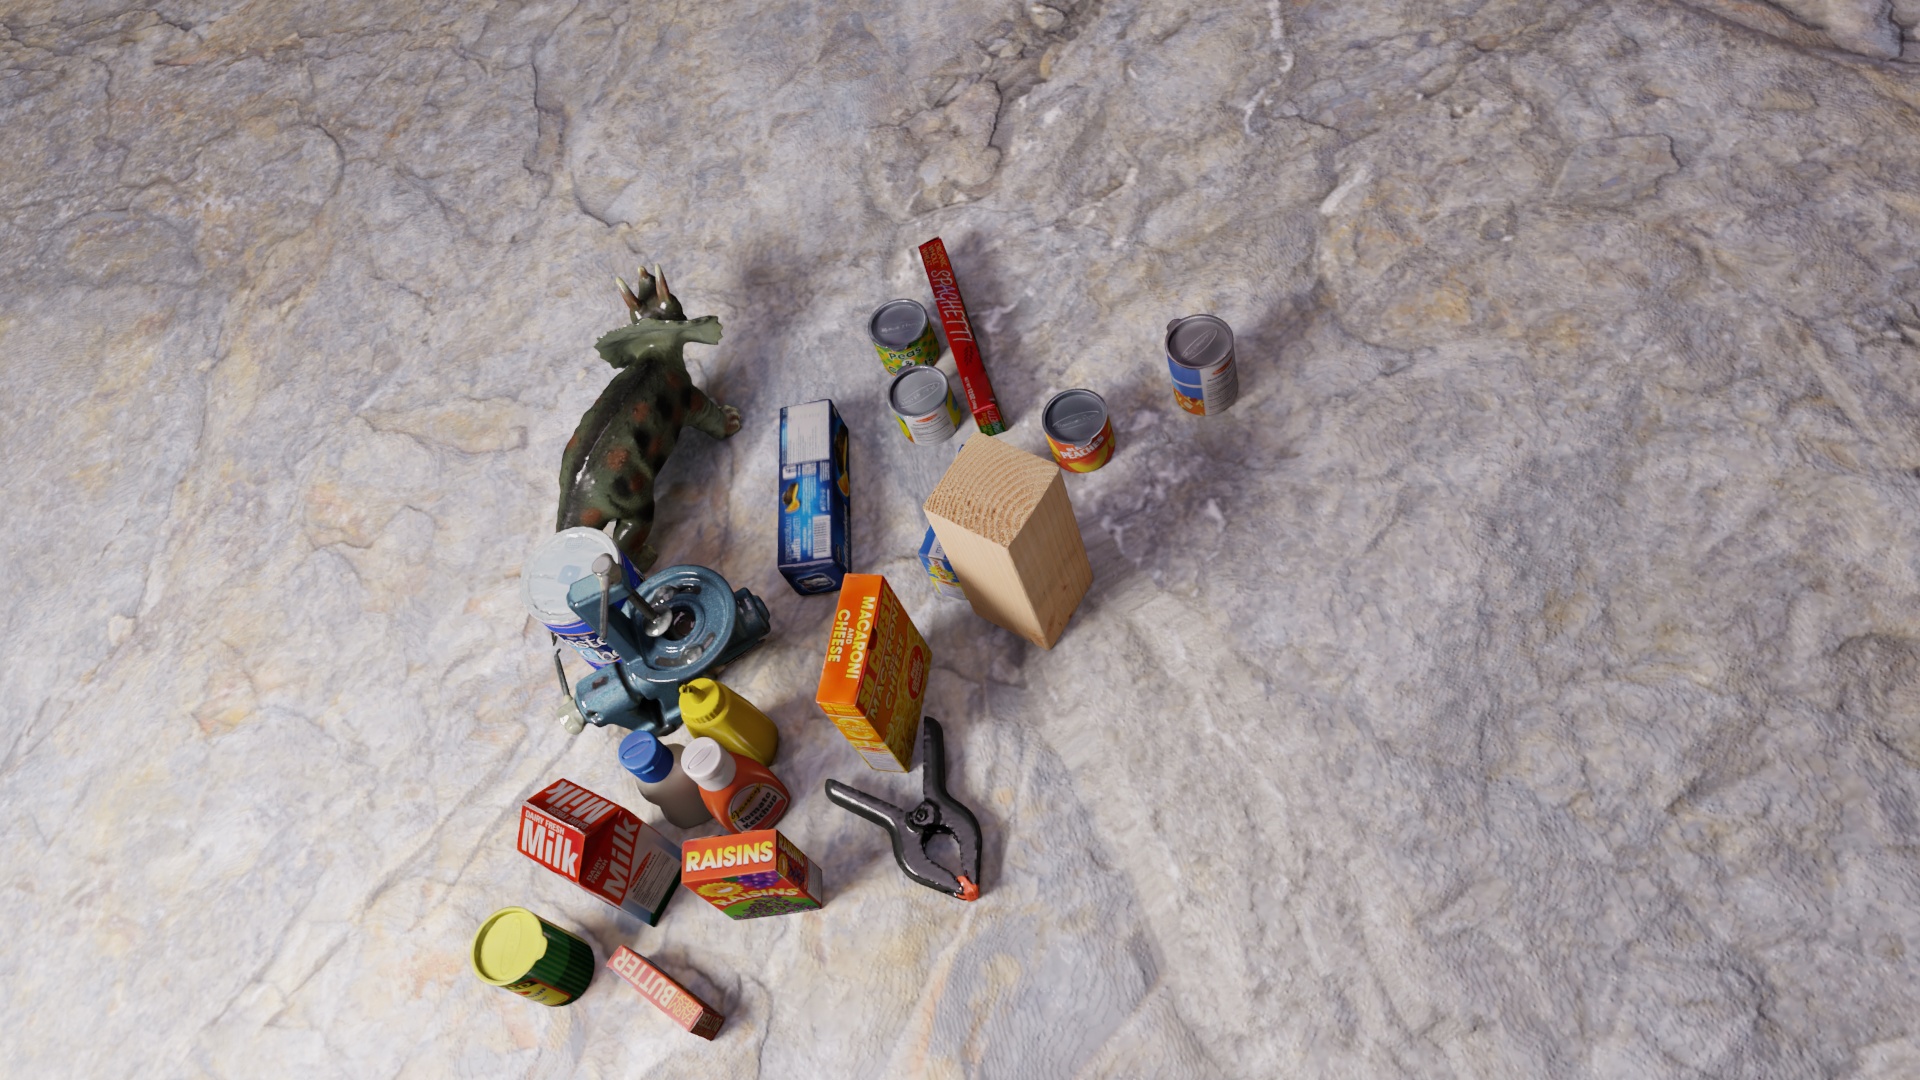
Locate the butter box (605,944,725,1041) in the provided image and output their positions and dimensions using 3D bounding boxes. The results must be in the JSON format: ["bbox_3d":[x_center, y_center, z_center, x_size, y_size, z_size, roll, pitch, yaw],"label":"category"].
[{"bbox_3d":[-0.255,0.392,1.202,0.103,0.053,0.024,27,71,27],"label":"butter box"}]

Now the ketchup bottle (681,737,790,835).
[{"bbox_3d":[-0.203,0.217,1.233,0.065,0.148,0.043,-45,60,-12],"label":"ketchup bottle"}]

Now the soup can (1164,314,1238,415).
[{"bbox_3d":[0.239,-0.175,1.380,0.071,0.083,0.071,-7,60,11],"label":"soup can"}]

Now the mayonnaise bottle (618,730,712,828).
[{"bbox_3d":[-0.260,0.213,1.251,0.065,0.147,0.041,-30,58,-3],"label":"mayonnaise bottle"}]

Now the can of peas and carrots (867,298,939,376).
[{"bbox_3d":[-0.060,-0.215,1.497,0.071,0.058,0.071,-7,60,11],"label":"can of peas and carrots"}]

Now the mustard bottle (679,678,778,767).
[{"bbox_3d":[-0.217,0.161,1.262,0.065,0.159,0.049,4,62,17],"label":"mustard bottle"}]

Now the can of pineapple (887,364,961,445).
[{"bbox_3d":[-0.038,-0.142,1.449,0.071,0.057,0.071,-7,60,11],"label":"can of pineapple"}]

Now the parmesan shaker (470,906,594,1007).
[{"bbox_3d":[-0.370,0.367,1.218,0.071,0.102,0.071,-7,60,11],"label":"parmesan shaker"}]

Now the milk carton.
[{"bbox_3d":[-0.315,0.267,1.209,0.072,0.189,0.074,19,68,24],"label":"milk carton"}]

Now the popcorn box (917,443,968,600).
[{"bbox_3d":[0.005,-0.017,1.350,0.038,0.085,0.127,11,65,21],"label":"popcorn box"}]

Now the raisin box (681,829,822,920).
[{"bbox_3d":[-0.178,0.289,1.199,0.086,0.123,0.040,-9,59,10],"label":"raisin box"}]

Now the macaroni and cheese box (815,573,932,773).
[{"bbox_3d":[-0.073,0.121,1.243,0.040,0.165,0.124,2,62,16],"label":"macaroni and cheese box"}]

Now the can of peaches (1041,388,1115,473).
[{"bbox_3d":[0.119,-0.107,1.387,0.071,0.058,0.071,-7,60,11],"label":"can of peaches"}]

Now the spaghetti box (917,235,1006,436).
[{"bbox_3d":[0.000,-0.221,1.489,0.029,0.050,0.251,-19,58,4],"label":"spaghetti box"}]
